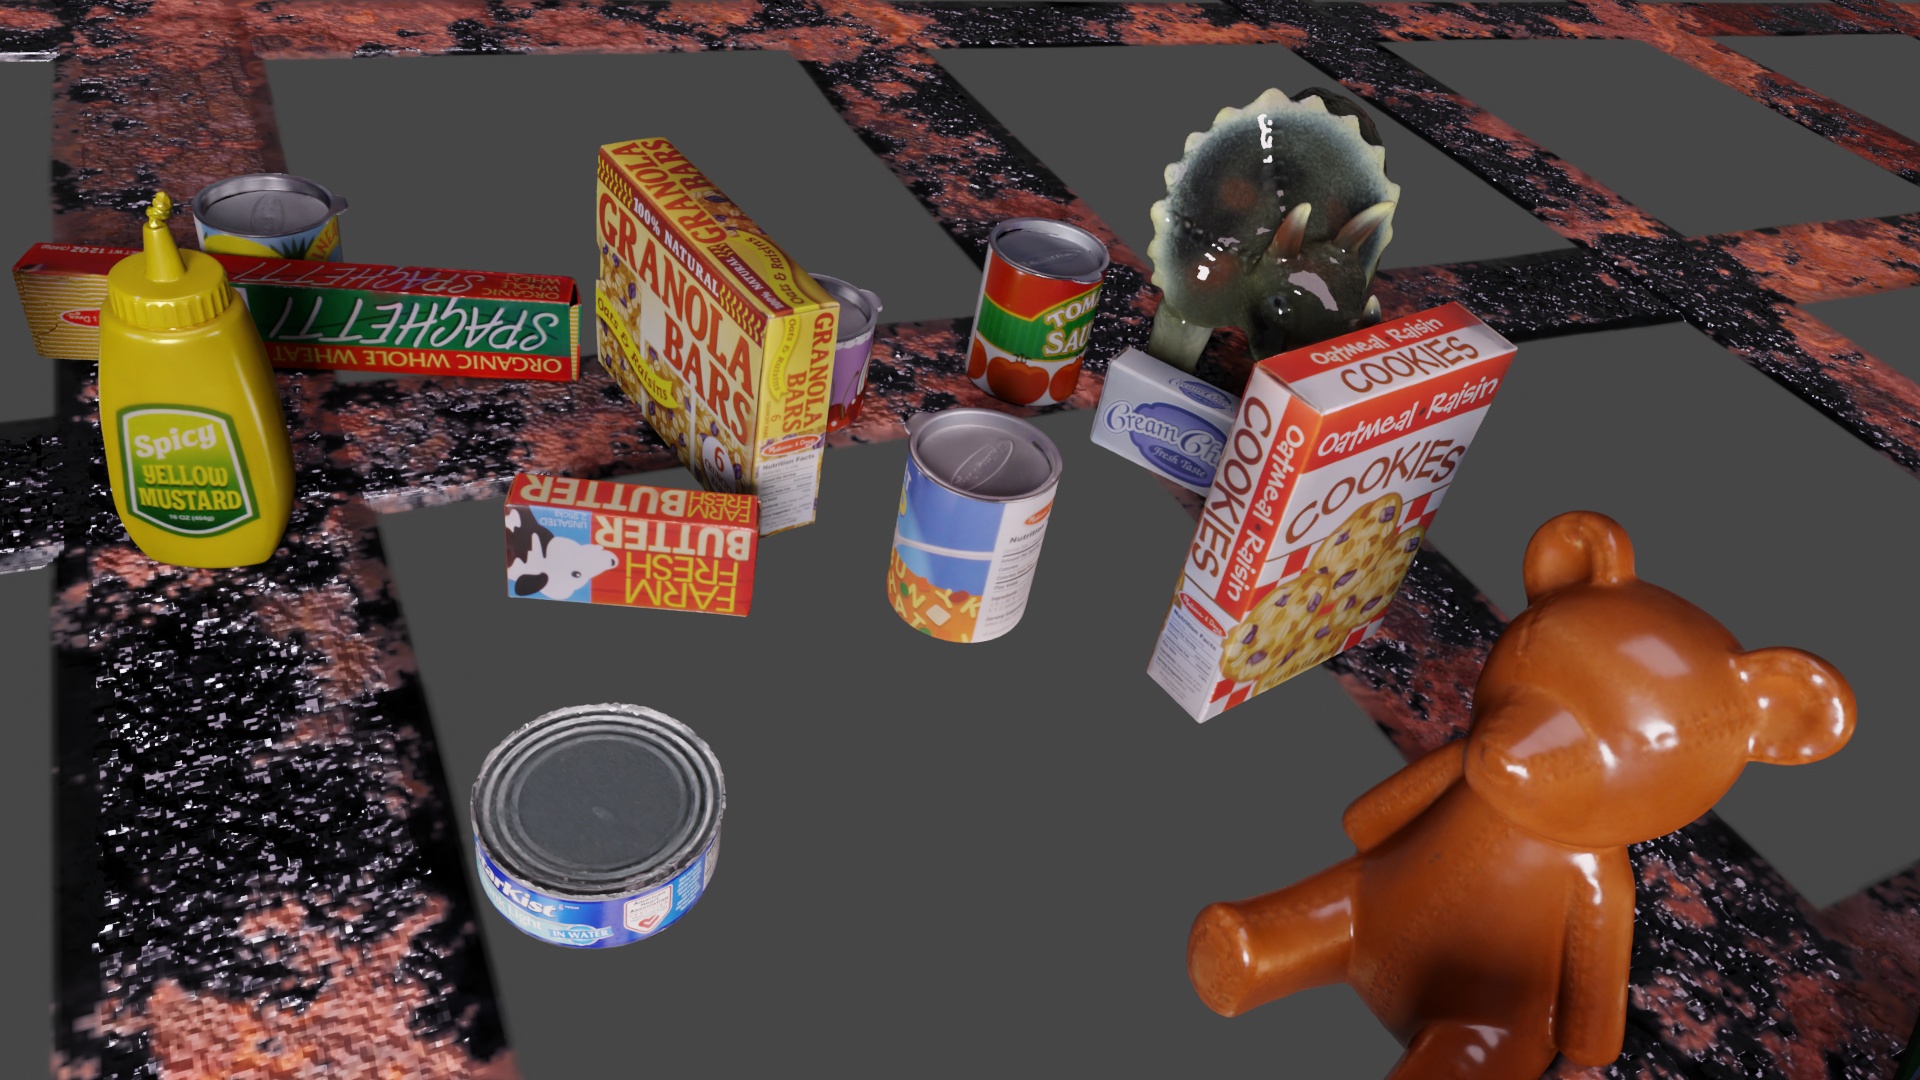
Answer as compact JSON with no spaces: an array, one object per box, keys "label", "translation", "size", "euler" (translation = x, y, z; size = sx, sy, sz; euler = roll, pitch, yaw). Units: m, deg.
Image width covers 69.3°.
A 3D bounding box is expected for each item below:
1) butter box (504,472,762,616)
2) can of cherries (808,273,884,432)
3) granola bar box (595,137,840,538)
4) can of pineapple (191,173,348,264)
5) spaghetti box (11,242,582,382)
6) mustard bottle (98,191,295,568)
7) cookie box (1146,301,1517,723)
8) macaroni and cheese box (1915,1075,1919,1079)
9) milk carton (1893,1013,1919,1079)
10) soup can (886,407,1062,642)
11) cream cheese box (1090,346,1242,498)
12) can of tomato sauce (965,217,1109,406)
[{"label":"butter box","translation":[-0.138,0.003,0.590],"size":[0.103,0.052,0.024],"euler":[5,39,-8]},{"label":"can of cherries","translation":[-0.077,-0.097,0.722],"size":[0.071,0.058,0.072],"euler":[7,39,-6]},{"label":"granola bar box","translation":[-0.122,-0.098,0.659],"size":[0.039,0.123,0.166],"euler":[-18,48,-32]},{"label":"can of pineapple","translation":[-0.350,-0.147,0.711],"size":[0.071,0.057,0.071],"euler":[7,39,-6]},{"label":"spaghetti box","translation":[-0.315,-0.110,0.682],"size":[0.250,0.049,0.029],"euler":[1,40,-13]},{"label":"mustard bottle","translation":[-0.301,-0.060,0.539],"size":[0.065,0.159,0.049],"euler":[0,40,-14]},{"label":"cookie box","translation":[0.154,-0.012,0.593],"size":[0.123,0.166,0.040],"euler":[-19,48,-33]},{"label":"macaroni and cheese box","translation":[0.286,0.209,0.361],"size":[0.124,0.165,0.040],"euler":[31,43,22]},{"label":"milk carton","translation":[0.395,0.142,0.451],"size":[0.072,0.189,0.074],"euler":[36,45,27]},{"label":"soup can","translation":[0.002,-0.008,0.615],"size":[0.071,0.083,0.072],"euler":[7,39,-6]},{"label":"cream cheese box","translation":[0.121,-0.056,0.728],"size":[0.104,0.053,0.024],"euler":[29,42,20]},{"label":"can of tomato sauce","translation":[0.043,-0.125,0.768],"size":[0.071,0.082,0.071],"euler":[7,39,-6]}]
